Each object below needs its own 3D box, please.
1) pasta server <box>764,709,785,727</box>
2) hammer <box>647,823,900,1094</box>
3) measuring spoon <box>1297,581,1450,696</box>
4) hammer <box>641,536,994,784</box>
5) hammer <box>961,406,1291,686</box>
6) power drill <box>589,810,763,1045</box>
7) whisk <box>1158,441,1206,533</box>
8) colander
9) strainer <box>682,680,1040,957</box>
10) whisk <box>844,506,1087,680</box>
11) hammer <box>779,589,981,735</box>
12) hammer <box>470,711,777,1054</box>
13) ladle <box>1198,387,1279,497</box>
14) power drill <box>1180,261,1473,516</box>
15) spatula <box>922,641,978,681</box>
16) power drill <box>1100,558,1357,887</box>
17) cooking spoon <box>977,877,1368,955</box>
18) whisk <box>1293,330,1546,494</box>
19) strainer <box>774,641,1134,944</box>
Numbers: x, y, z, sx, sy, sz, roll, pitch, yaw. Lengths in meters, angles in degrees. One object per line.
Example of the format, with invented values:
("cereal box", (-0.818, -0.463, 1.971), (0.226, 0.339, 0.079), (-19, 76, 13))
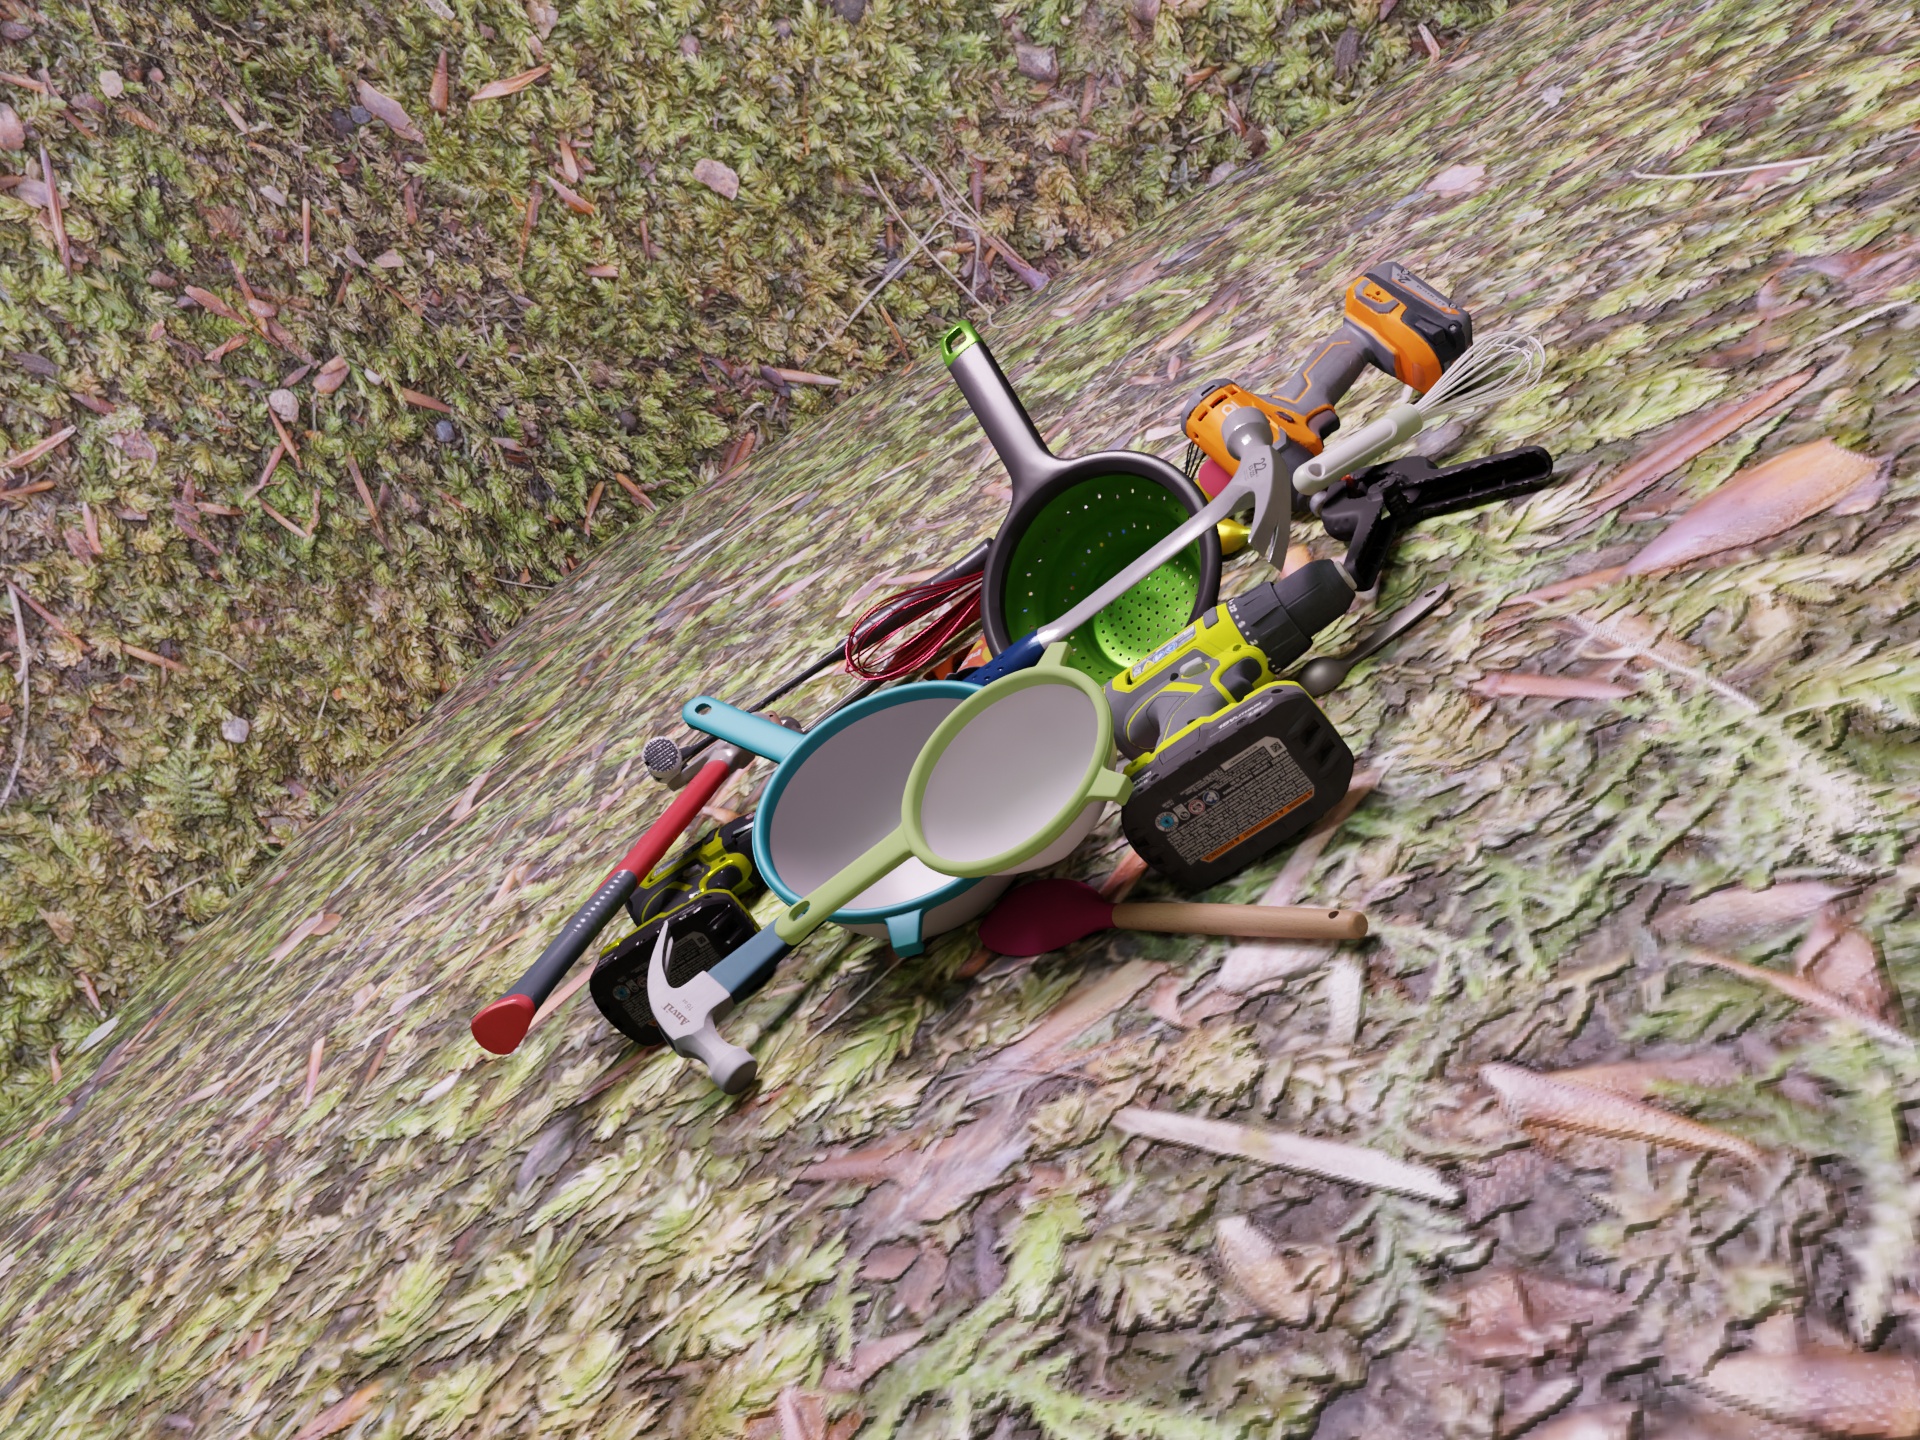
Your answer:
("pasta server", (-0.129, 0.058, 1.338), (0.060, 0.040, 0.317), (-18, 30, -11))
("hammer", (-0.088, 0.124, 1.158), (0.128, 0.033, 0.331), (33, 57, 29))
("measuring spoon", (0.274, -0.059, 1.058), (0.124, 0.018, 0.034), (-37, 19, -2))
("hammer", (-0.126, -0.058, 1.548), (0.409, 0.036, 0.149), (-34, -7, -10))
("hammer", (0.069, -0.060, 1.146), (0.405, 0.035, 0.144), (-37, 35, 26))
("power drill", (-0.206, 0.152, 1.283), (0.171, 0.080, 0.223), (-32, 16, 11))
("whisk", (0.221, -0.220, 1.509), (0.047, 0.051, 0.245), (-48, 8, 50))
("colander", (0.091, -0.161, 1.257), (0.204, 0.094, 0.397), (-38, 60, 21))
("strainer", (-0.076, 0.060, 1.141), (0.341, 0.095, 0.211), (20, 58, 40))
("whisk", (0.015, -0.125, 1.479), (0.296, 0.073, 0.073), (-33, 18, -12))
("hammer", (-0.035, -0.074, 1.577), (0.359, 0.036, 0.149), (-37, 16, -5))
("hammer", (-0.277, 0.132, 1.288), (0.143, 0.038, 0.386), (-35, 14, 38))
("ladle", (0.279, -0.270, 1.503), (0.069, 0.031, 0.315), (9, 28, 14))
("power drill", (0.321, -0.271, 1.343), (0.226, 0.084, 0.164), (-36, 55, -4))
("spatula", (-0.002, -0.004, 1.391), (0.081, 0.041, 0.323), (-33, 23, 13))
("power drill", (0.175, -0.010, 1.003), (0.190, 0.080, 0.229), (-35, 18, 19))
("cooking spoon", (0.110, 0.114, 0.927), (0.069, 0.017, 0.319), (-47, 22, -28))
("whisk", (0.362, -0.242, 1.250), (0.246, 0.058, 0.059), (-31, -20, -12))
("strainer", (0.001, 0.075, 0.983), (0.256, 0.069, 0.152), (-36, 37, 14))
